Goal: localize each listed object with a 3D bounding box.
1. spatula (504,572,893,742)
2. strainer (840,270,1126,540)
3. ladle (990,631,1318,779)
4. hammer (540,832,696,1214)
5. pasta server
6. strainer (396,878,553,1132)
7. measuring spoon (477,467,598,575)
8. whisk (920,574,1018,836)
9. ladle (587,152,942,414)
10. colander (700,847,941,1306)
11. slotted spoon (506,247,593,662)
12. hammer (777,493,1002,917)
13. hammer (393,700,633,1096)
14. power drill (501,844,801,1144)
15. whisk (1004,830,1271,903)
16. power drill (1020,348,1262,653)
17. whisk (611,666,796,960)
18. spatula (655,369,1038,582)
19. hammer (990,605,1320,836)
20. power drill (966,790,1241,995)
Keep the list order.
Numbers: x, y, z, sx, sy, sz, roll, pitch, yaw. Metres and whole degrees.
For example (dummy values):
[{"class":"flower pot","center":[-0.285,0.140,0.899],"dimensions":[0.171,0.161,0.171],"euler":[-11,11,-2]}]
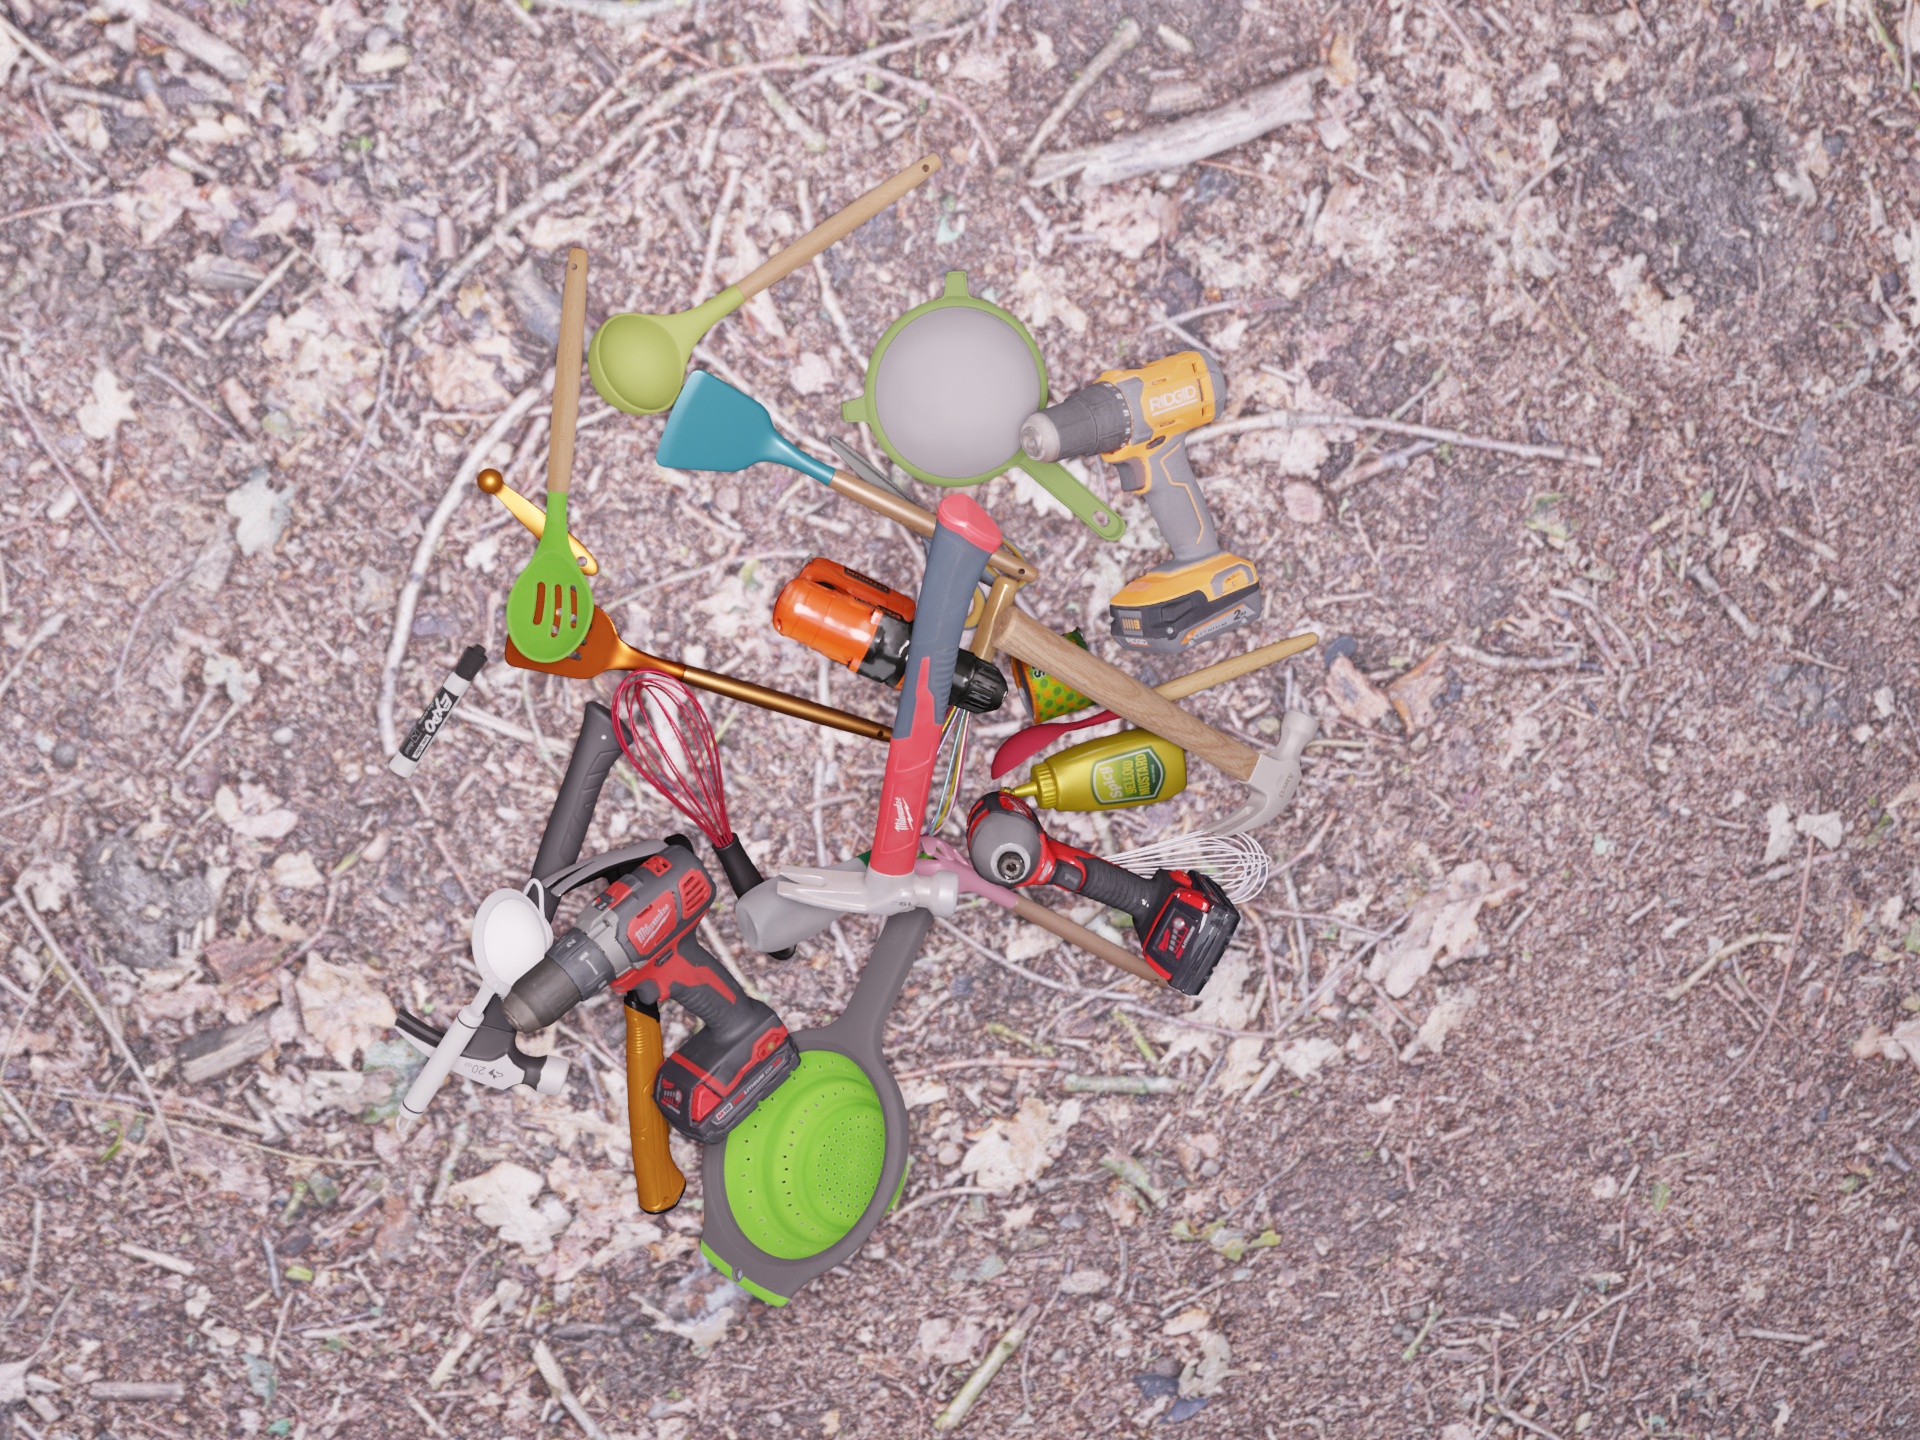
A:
[{"class":"spatula","center":[-0.203,-0.034,1.294],"dimensions":[0.322,0.041,0.081],"euler":[17,99,-19]},{"class":"strainer","center":[0.042,-0.225,1.269],"dimensions":[0.256,0.069,0.151],"euler":[39,94,-16]},{"class":"ladle","center":[0.166,-0.019,1.359],"dimensions":[0.315,0.069,0.031],"euler":[-21,90,-11]},{"class":"hammer","center":[-0.272,0.266,1.330],"dimensions":[0.127,0.034,0.336],"euler":[-15,113,-37]},{"class":"pasta server","center":[0.065,0.171,1.363],"dimensions":[0.316,0.040,0.060],"euler":[30,124,-28]},{"class":"strainer","center":[-0.388,0.230,1.276],"dimensions":[0.087,0.050,0.258],"euler":[40,103,25]},{"class":"measuring spoon","center":[-0.330,-0.153,1.243],"dimensions":[0.116,0.011,0.021],"euler":[42,93,-18]},{"class":"whisk","center":[-0.003,-0.004,1.322],"dimensions":[0.047,0.051,0.245],"euler":[17,102,-13]},{"class":"ladle","center":[-0.144,-0.340,1.212],"dimensions":[0.320,0.062,0.078],"euler":[-35,113,-4]},{"class":"colander","center":[-0.079,0.299,1.363],"dimensions":[0.094,0.205,0.397],"euler":[35,77,-51]},{"class":"slotted spoon","center":[-0.305,-0.201,1.221],"dimensions":[0.070,0.031,0.313],"euler":[8,98,7]},{"class":"hammer","center":[-0.046,0.003,1.147],"dimensions":[0.143,0.038,0.386],"euler":[7,131,-6]},{"class":"hammer","center":[-0.347,0.142,1.302],"dimensions":[0.146,0.035,0.334],"euler":[19,99,-16]},{"class":"power drill","center":[-0.244,0.235,1.271],"dimensions":[0.188,0.080,0.226],"euler":[-41,123,-27]},{"class":"whisk","center":[0.131,0.130,1.384],"dimensions":[0.284,0.070,0.070],"euler":[-2,104,-6]},{"class":"power drill","center":[0.146,-0.169,1.276],"dimensions":[0.185,0.084,0.226],"euler":[-23,107,-29]},{"class":"whisk","center":[-0.200,0.083,1.294],"dimensions":[0.073,0.073,0.295],"euler":[-26,118,-4]},{"class":"spatula","center":[-0.079,-0.177,1.258],"dimensions":[0.317,0.044,0.082],"euler":[24,109,-11]},{"class":"hammer","center":[0.158,-0.005,1.309],"dimensions":[0.331,0.031,0.130],"euler":[27,84,-29]},{"class":"power drill","center":[0.108,0.133,1.290],"dimensions":[0.219,0.143,0.078],"euler":[26,98,-6]}]
